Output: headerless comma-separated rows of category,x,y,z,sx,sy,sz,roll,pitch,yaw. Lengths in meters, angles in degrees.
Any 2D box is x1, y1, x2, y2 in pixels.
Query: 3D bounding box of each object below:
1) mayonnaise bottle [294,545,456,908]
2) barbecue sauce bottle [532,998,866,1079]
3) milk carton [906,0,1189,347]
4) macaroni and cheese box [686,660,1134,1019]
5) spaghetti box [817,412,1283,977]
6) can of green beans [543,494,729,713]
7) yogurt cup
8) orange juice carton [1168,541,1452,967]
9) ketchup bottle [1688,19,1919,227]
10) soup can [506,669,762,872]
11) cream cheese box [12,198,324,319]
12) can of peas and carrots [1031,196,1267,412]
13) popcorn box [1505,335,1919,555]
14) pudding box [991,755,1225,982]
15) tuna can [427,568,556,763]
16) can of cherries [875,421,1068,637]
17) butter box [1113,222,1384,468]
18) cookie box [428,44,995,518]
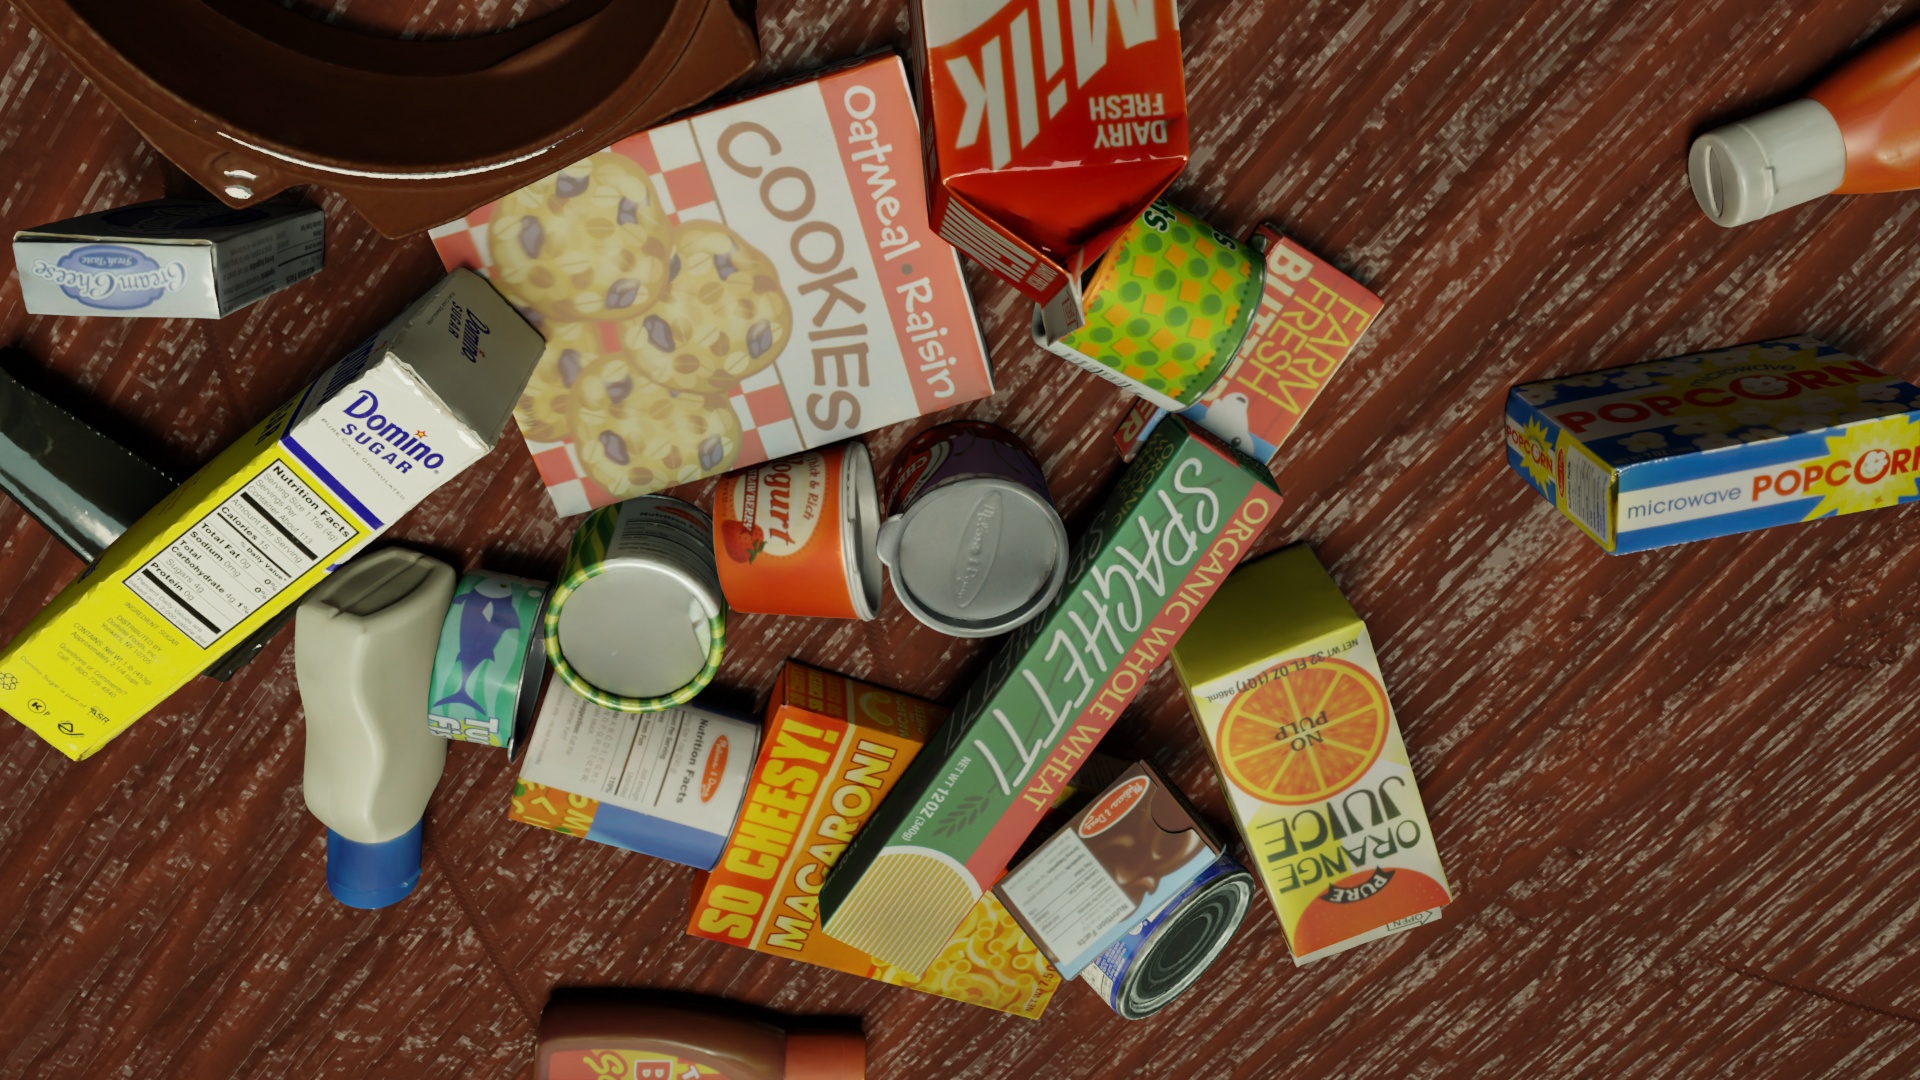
mayonnaise bottle,-0.229,0.079,0.545,0.041,0.065,0.147,19,118,9
barbecue sauce bottle,-0.119,0.245,0.644,0.149,0.044,0.064,4,113,-8
milk carton,0.022,-0.156,0.416,0.073,0.072,0.190,-6,92,-4
macaroni and cheese box,-0.019,0.133,0.604,0.166,0.040,0.123,19,111,-15
spaghetti box,0.031,0.064,0.543,0.050,0.029,0.249,31,103,-19
can of green beans,-0.121,0.024,0.531,0.071,0.058,0.071,-2,116,-5
yogurt cup,-0.060,-0.002,0.523,0.054,0.073,0.072,-4,116,5
orange juice carton,0.150,0.105,0.590,0.072,0.073,0.192,-22,116,5
ketchup bottle,0.346,-0.156,0.503,0.149,0.044,0.064,-19,115,4
soup can,-0.131,0.091,0.559,0.084,0.071,0.071,19,112,-13
cream cheese box,-0.244,-0.091,0.439,0.053,0.104,0.024,1,109,-8
can of peas and carrots,0.067,-0.089,0.493,0.059,0.071,0.070,24,111,-16
popcorn box,0.287,-0.038,0.530,0.127,0.085,0.038,-10,115,-1
pudding box,0.060,0.132,0.561,0.083,0.030,0.050,-43,76,10
tuna can,-0.178,0.047,0.530,0.033,0.071,0.070,12,114,-9
can of cherries,0.002,-0.007,0.530,0.071,0.058,0.071,-2,117,-4
butter box,0.109,-0.064,0.533,0.053,0.024,0.103,27,110,-18
cookie box,-0.083,-0.090,0.492,0.167,0.040,0.122,-16,116,3
